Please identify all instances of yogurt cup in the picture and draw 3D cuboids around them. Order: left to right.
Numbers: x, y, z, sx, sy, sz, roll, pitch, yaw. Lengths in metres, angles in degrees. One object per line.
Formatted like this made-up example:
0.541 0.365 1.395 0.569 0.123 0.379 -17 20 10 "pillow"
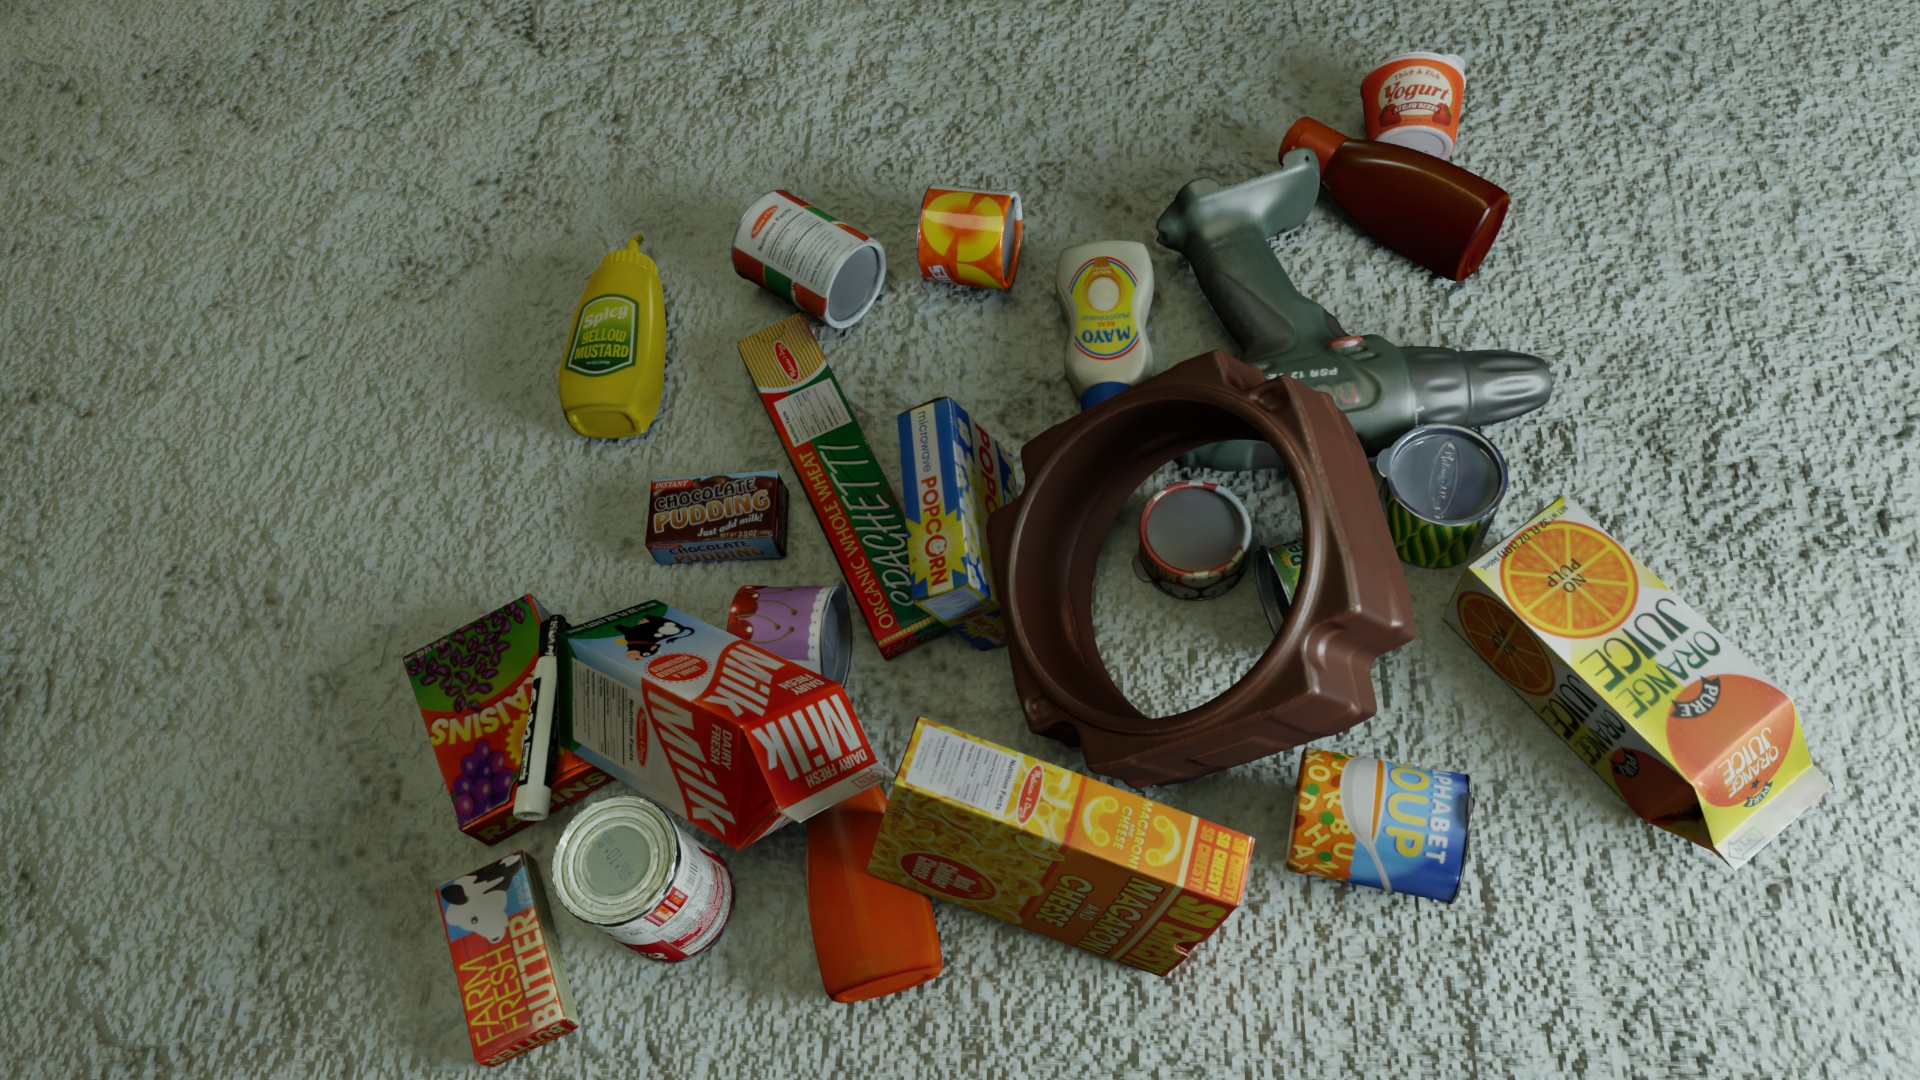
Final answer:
0.302 -0.284 0.929 0.072 0.072 0.054 4 72 10 "yogurt cup"

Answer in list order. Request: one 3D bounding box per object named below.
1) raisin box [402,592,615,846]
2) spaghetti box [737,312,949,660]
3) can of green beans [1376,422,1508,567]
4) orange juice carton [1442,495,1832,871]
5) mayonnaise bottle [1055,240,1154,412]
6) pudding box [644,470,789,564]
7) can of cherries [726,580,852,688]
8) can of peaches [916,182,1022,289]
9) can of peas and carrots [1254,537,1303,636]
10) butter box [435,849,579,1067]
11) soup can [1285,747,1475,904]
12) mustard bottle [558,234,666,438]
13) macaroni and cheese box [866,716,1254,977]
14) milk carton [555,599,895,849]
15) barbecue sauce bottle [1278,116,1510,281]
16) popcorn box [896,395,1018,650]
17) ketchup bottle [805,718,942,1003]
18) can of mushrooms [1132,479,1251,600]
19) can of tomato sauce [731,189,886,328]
-0.268 0.105 0.824 0.086 0.040 0.124 -27 63 -7 "raisin box"
-0.075 -0.039 0.876 0.050 0.028 0.251 -25 62 -5 "spaghetti box"
0.275 -0.025 0.801 0.071 0.057 0.071 -3 63 7 "can of green beans"
0.353 0.075 0.729 0.072 0.072 0.193 -34 64 -10 "orange juice carton"
0.094 -0.123 0.887 0.065 0.041 0.149 -3 62 7 "mayonnaise bottle"
-0.152 -0.015 0.874 0.084 0.030 0.050 -3 62 7 "pudding box"
-0.099 0.057 0.810 0.058 0.071 0.072 0 63 10 "can of cherries"
0.007 -0.201 0.928 0.058 0.071 0.071 7 64 12 "can of peaches"
0.203 0.026 0.778 0.059 0.070 0.071 -17 62 -1 "can of peas and carrots"
-0.250 0.229 0.765 0.053 0.024 0.104 -23 62 -5 "butter box"
0.214 0.144 0.714 0.084 0.071 0.071 9 65 13 "soup can"
-0.232 -0.147 0.943 0.065 0.048 0.161 -3 63 5 "mustard bottle"
0.043 0.156 0.683 0.166 0.123 0.040 20 57 2 "macaroni and cheese box"
-0.128 0.100 0.739 0.191 0.073 0.072 20 25 35 "milk carton"
0.277 -0.229 0.904 0.149 0.064 0.044 38 50 26 "barbecue sauce bottle"
0.003 -0.010 0.815 0.038 0.085 0.127 -18 60 22 "popcorn box"
-0.056 0.170 0.756 0.065 0.043 0.149 -15 62 -2 "ketchup bottle"
0.136 0.000 0.822 0.071 0.033 0.071 -3 63 6 "can of mushrooms"
-0.101 -0.189 0.938 0.083 0.071 0.071 32 72 21 "can of tomato sauce"
